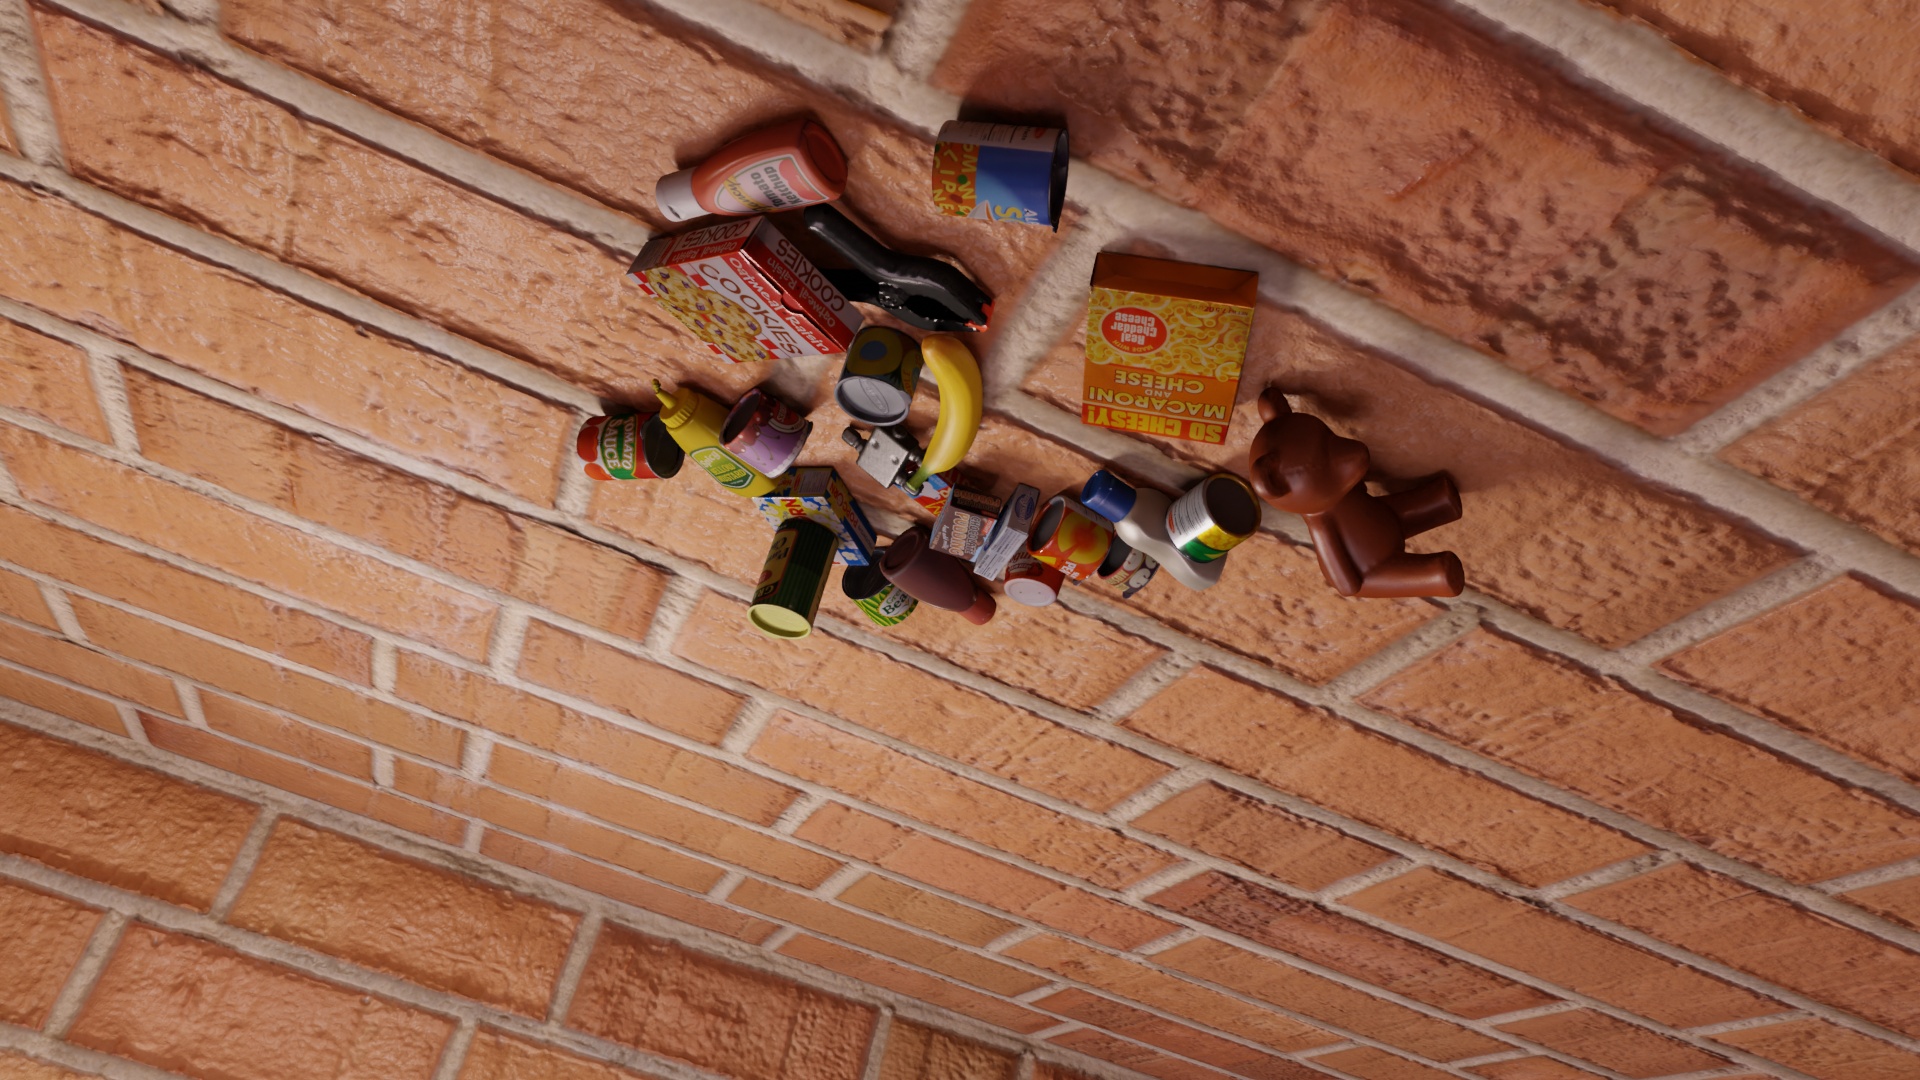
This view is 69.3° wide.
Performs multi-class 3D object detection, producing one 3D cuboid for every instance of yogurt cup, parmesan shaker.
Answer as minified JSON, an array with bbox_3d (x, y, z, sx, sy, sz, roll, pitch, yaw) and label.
[{"bbox_3d":[0.076,0.031,1.403,0.072,0.054,0.072,11,149,7],"label":"yogurt cup"},{"bbox_3d":[-0.169,0.040,1.396,0.071,0.103,0.071,10,147,7],"label":"parmesan shaker"}]

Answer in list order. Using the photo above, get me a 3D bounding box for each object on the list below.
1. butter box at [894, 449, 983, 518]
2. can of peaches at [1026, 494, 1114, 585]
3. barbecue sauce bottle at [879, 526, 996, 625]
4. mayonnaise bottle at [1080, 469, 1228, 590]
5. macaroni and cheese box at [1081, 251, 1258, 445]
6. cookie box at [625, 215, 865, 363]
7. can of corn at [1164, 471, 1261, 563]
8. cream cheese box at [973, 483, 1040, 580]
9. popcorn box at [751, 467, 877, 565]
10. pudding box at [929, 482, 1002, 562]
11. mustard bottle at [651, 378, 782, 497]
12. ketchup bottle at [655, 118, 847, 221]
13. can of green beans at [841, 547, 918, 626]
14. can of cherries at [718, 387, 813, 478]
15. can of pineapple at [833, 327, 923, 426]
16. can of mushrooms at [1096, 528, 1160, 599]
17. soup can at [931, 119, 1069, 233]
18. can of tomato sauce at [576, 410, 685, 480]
[{"bbox_3d":[-0.015,-0.046,1.348,0.053,0.024,0.103,-19,135,43],"label":"butter box"},{"bbox_3d":[0.103,-0.001,1.326,0.058,0.071,0.071,29,146,-20],"label":"can of peaches"},{"bbox_3d":[-0.017,0.044,1.461,0.148,0.065,0.044,38,-174,-43],"label":"barbecue sauce bottle"},{"bbox_3d":[0.180,-0.014,1.285,0.148,0.065,0.041,31,149,-17],"label":"mayonnaise bottle"},{"bbox_3d":[0.162,-0.149,1.098,0.124,0.040,0.165,10,148,8],"label":"macaroni and cheese box"},{"bbox_3d":[-0.175,-0.197,1.123,0.167,0.040,0.122,3,150,46],"label":"cookie box"},{"bbox_3d":[0.229,-0.021,1.248,0.071,0.071,0.058,25,147,-16],"label":"can of corn"},{"bbox_3d":[0.045,-0.007,1.356,0.024,0.053,0.103,22,148,-8],"label":"cream cheese box"},{"bbox_3d":[-0.149,-0.023,1.427,0.085,0.038,0.126,1,146,23],"label":"popcorn box"},{"bbox_3d":[0.005,-0.017,1.331,0.050,0.030,0.083,18,147,-7],"label":"pudding box"},{"bbox_3d":[-0.240,-0.102,1.331,0.065,0.049,0.160,-15,138,37],"label":"mustard bottle"},{"bbox_3d":[-0.160,-0.271,1.037,0.148,0.044,0.064,-5,149,30],"label":"ketchup bottle"},{"bbox_3d":[-0.084,0.050,1.488,0.071,0.071,0.057,-6,143,30],"label":"can of green beans"},{"bbox_3d":[-0.181,-0.102,1.292,0.058,0.072,0.071,35,143,-27],"label":"can of cherries"},{"bbox_3d":[-0.067,-0.140,1.189,0.071,0.058,0.070,11,148,7],"label":"can of pineapple"},{"bbox_3d":[0.161,0.018,1.330,0.033,0.071,0.070,30,145,-20],"label":"can of mushrooms"},{"bbox_3d":[0.028,-0.252,0.963,0.084,0.072,0.071,8,148,12],"label":"soup can"},{"bbox_3d":[-0.325,-0.092,1.363,0.083,0.071,0.071,-1,145,25],"label":"can of tomato sauce"}]
